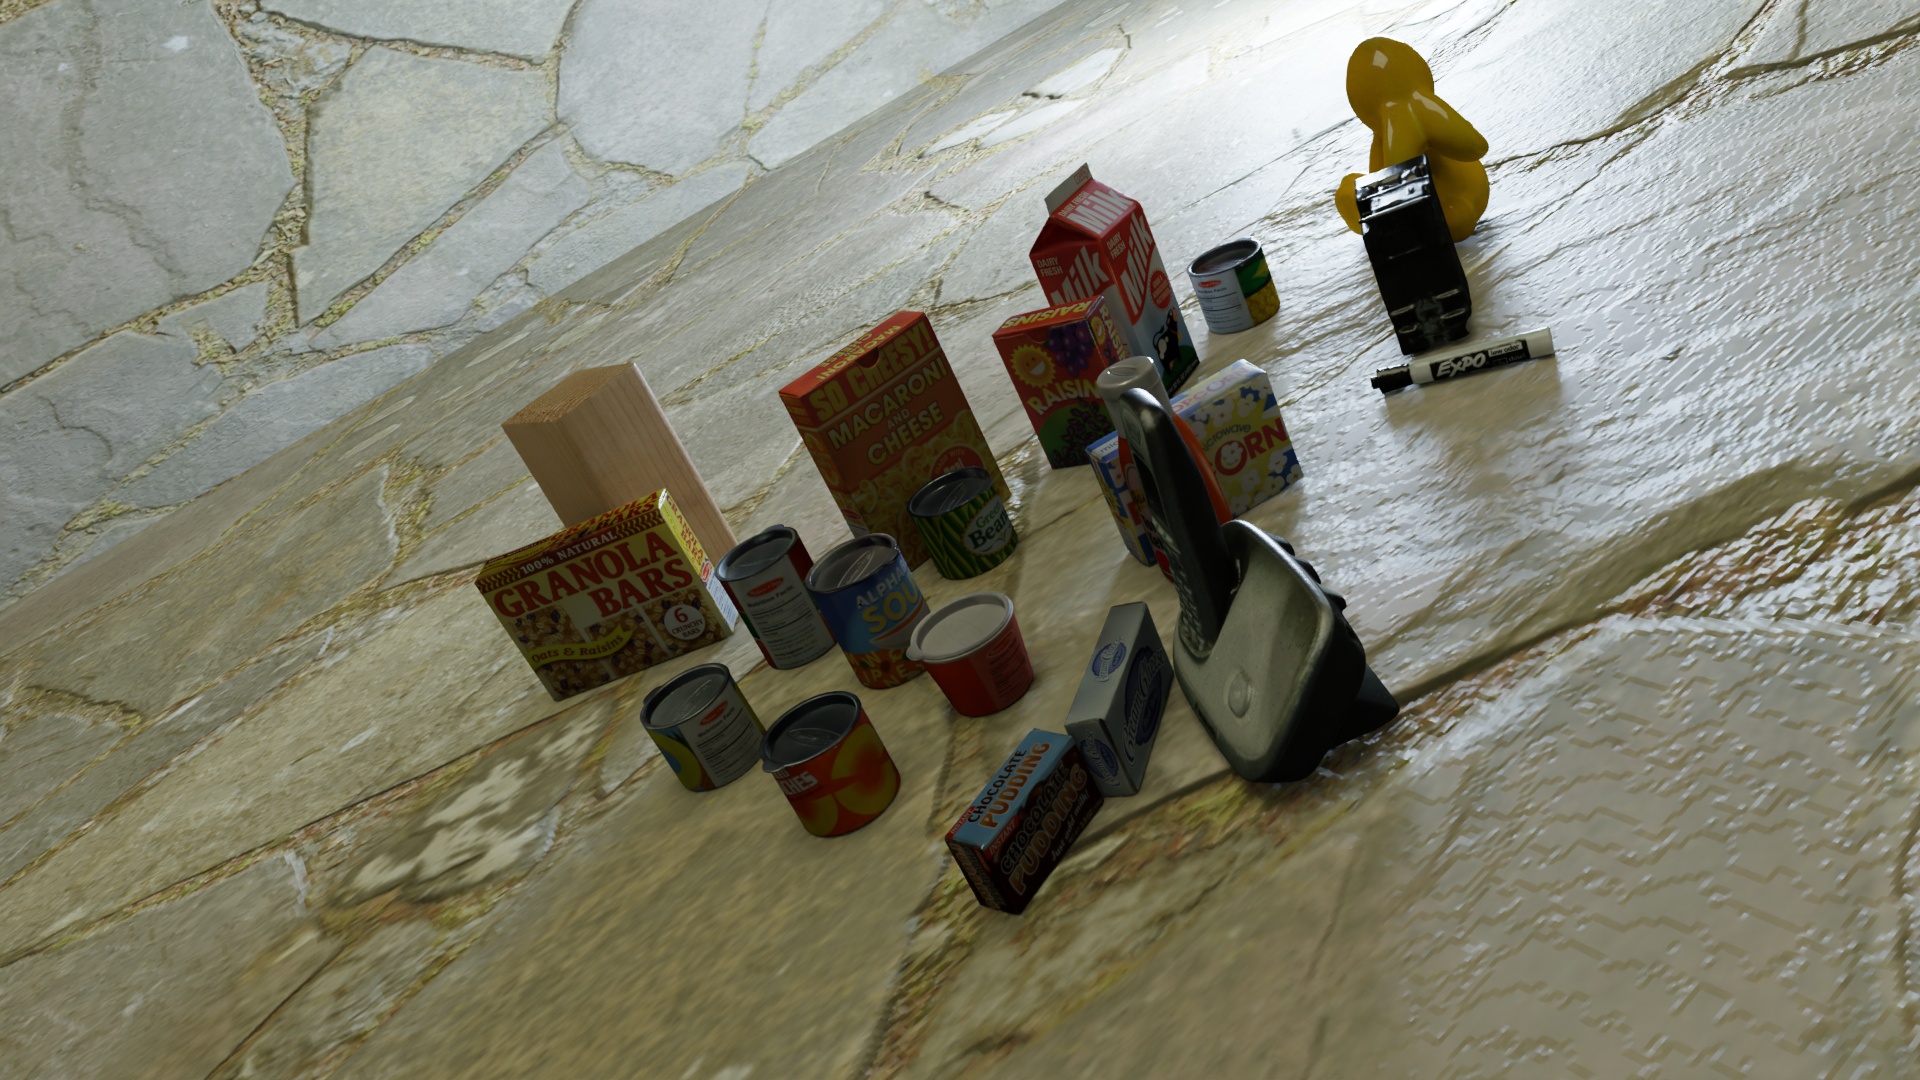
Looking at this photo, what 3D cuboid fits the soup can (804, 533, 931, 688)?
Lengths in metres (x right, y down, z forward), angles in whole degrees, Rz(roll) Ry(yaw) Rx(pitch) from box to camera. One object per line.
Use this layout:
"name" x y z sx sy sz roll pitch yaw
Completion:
"soup can" -0.054 0.047 0.931 0.071 0.083 0.072 -21 25 11

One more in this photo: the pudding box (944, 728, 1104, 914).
"pudding box" 0.033 0.142 0.708 0.030 0.049 0.084 1 36 45

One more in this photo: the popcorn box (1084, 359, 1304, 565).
"popcorn box" 0.156 -0.052 0.922 0.127 0.085 0.038 -30 25 -7

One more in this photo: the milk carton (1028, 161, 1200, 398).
"milk carton" 0.119 -0.205 1.125 0.073 0.190 0.073 -3 34 41

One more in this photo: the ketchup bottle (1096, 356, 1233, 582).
"ketchup bottle" 0.127 -0.041 0.854 0.044 0.148 0.065 -37 27 -22

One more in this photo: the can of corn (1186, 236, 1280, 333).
"can of corn" 0.238 -0.220 1.200 0.071 0.058 0.071 -21 25 11

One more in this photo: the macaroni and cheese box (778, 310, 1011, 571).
"macaroni and cheese box" -0.046 -0.072 1.055 0.124 0.166 0.040 -38 27 -23

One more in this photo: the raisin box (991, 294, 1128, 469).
"raisin box" 0.089 -0.120 1.070 0.086 0.123 0.040 -7 31 35

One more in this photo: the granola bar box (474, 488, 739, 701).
"granola bar box" -0.277 0.044 1.097 0.165 0.123 0.039 -21 25 12

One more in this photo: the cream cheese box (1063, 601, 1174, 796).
"cream cheese box" 0.089 0.085 0.759 0.024 0.053 0.104 -11 29 29

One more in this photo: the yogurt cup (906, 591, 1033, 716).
"yogurt cup" 0.010 0.072 0.859 0.072 0.053 0.073 -21 25 11

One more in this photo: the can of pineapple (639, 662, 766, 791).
"can of pineapple" -0.171 0.124 0.924 0.071 0.057 0.071 -21 25 11

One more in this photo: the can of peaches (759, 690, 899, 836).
"can of peaches" -0.078 0.133 0.819 0.071 0.058 0.071 -21 25 11

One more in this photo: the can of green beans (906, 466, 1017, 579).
"can of green beans" 0.002 -0.013 1.024 0.071 0.057 0.071 -21 25 11

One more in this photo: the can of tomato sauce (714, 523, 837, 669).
"can of tomato sauce" -0.130 0.041 1.014 0.071 0.082 0.071 -21 25 11
